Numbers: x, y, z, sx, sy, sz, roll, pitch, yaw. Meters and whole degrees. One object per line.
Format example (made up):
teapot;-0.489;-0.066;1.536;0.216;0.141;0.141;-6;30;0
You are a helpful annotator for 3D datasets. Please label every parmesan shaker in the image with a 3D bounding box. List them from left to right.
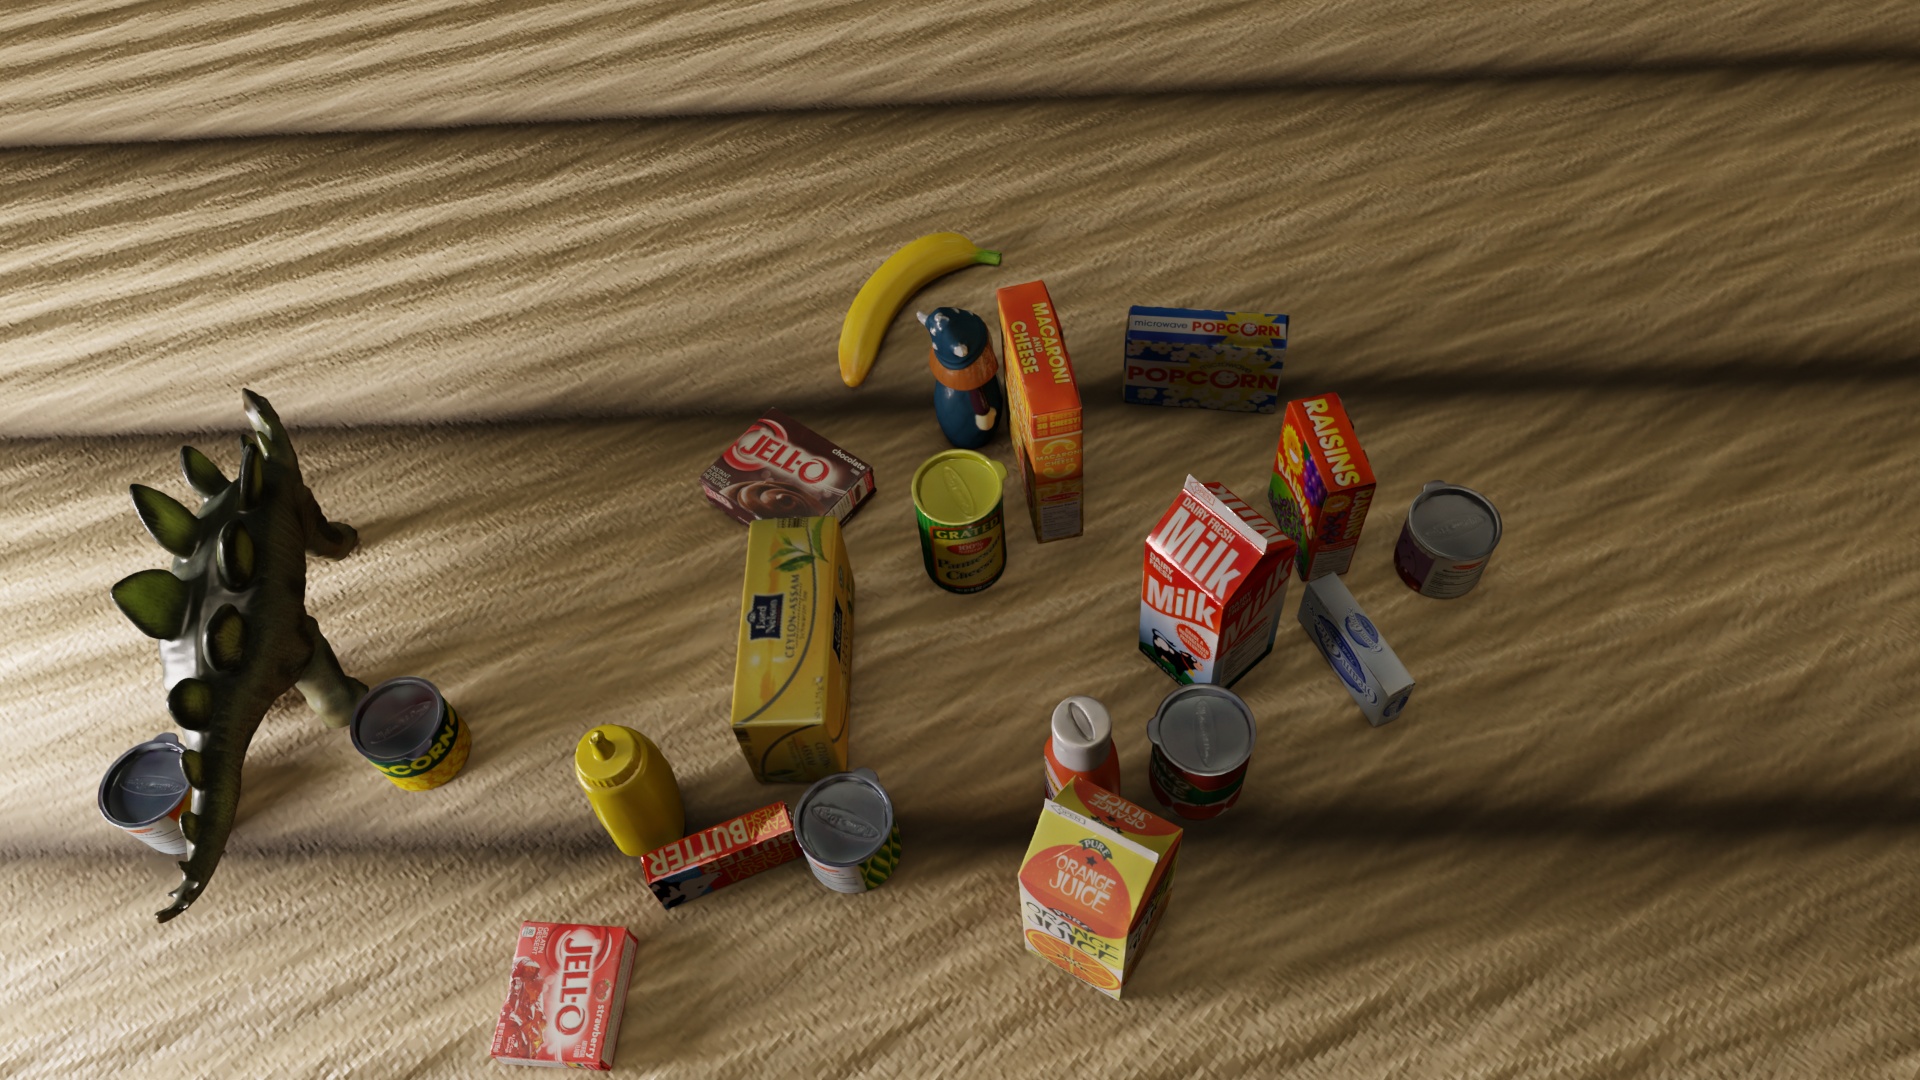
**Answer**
parmesan shaker;0.004;-0.013;1.041;0.071;0.102;0.071;-2;58;3

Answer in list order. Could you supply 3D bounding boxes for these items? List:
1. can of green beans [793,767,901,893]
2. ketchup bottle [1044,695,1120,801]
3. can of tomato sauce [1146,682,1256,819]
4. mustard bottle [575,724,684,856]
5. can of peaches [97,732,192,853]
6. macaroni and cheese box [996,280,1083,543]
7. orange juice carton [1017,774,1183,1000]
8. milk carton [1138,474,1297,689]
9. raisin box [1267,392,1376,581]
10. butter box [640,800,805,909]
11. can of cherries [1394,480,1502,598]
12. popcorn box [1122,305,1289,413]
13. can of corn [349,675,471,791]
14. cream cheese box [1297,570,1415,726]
can of green beans;-0.075;0.198;0.939;0.071;0.057;0.071;-2;57;3
ketchup bottle;0.079;0.148;0.905;0.043;0.148;0.065;-24;59;-10
can of tomato sauce;0.160;0.145;0.940;0.071;0.082;0.071;-2;58;3
mustard bottle;-0.221;0.157;0.916;0.049;0.159;0.065;-14;58;-4
can of peaches;-0.562;0.180;0.988;0.071;0.057;0.071;-2;57;3
macaroni and cheese box;0.062;-0.095;1.052;0.040;0.165;0.124;-11;57;-3
orange juice carton;0.084;0.207;0.841;0.072;0.191;0.073;25;63;19
milk carton;0.174;0.030;0.949;0.074;0.189;0.072;-38;62;-18
raisin box;0.265;-0.038;1.025;0.040;0.122;0.086;-11;58;-3
butter box;-0.159;0.213;0.939;0.104;0.053;0.024;-20;58;-8
can of cherries;0.360;-0.001;1.032;0.071;0.058;0.072;-2;57;3
popcorn box;0.196;-0.146;1.122;0.127;0.084;0.038;5;58;8
can of corn;-0.393;0.142;0.999;0.071;0.058;0.071;-2;57;3
cream cheese box;0.281;0.077;0.991;0.024;0.053;0.104;-23;59;-10
